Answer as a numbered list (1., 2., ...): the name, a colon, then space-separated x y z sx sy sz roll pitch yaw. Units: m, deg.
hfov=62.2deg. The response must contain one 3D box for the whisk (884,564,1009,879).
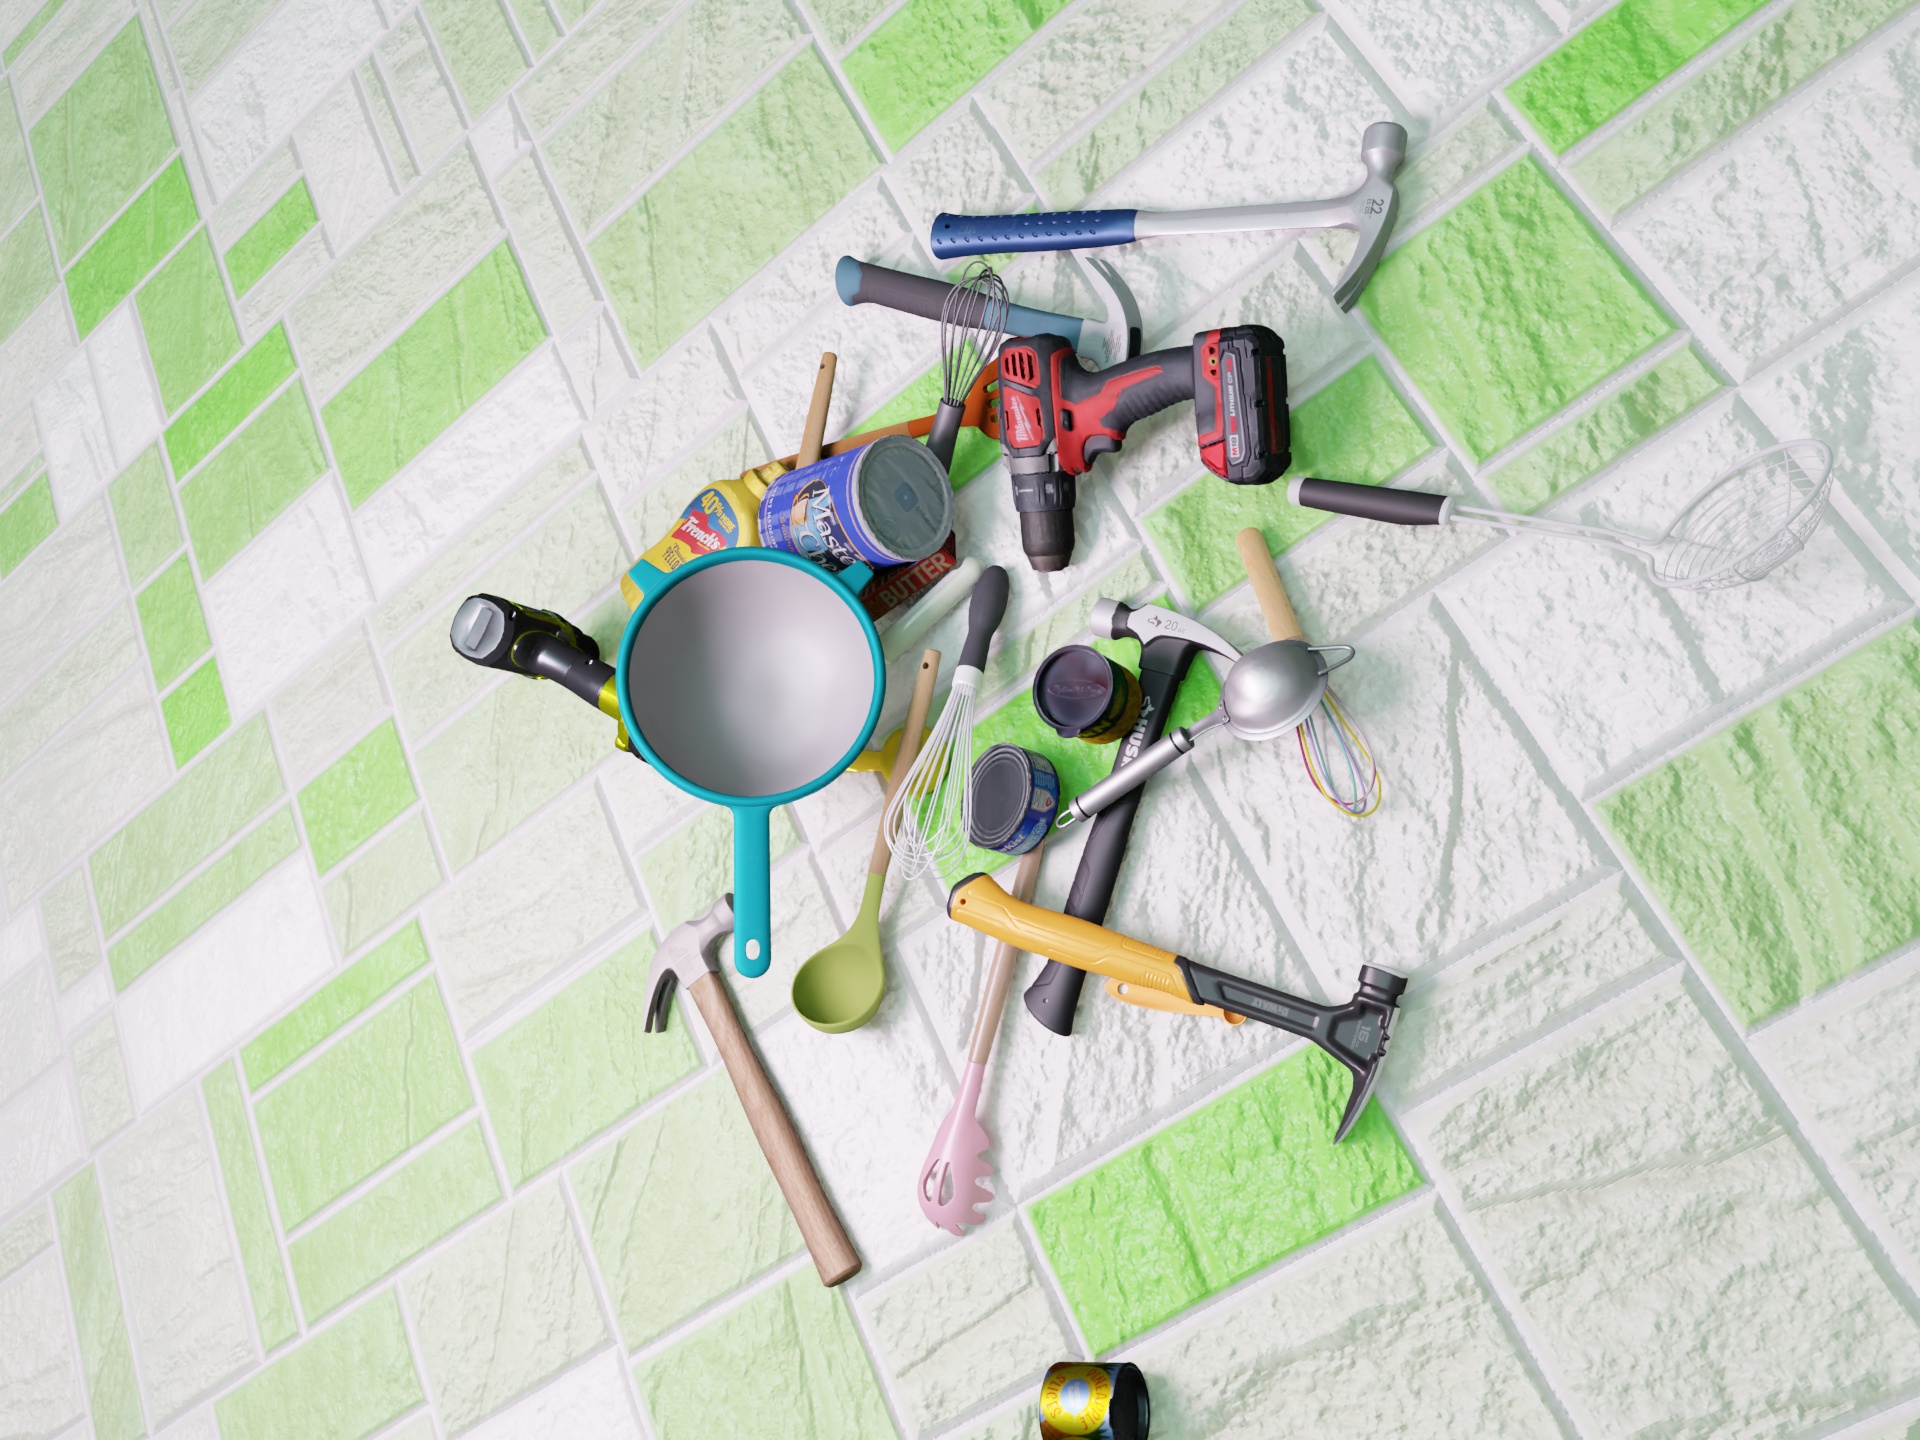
1. whisk: -0.003 -0.004 1.263 0.070 0.070 0.285 -1 60 29

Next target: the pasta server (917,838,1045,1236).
1. pasta server: 0.023 0.241 1.239 0.060 0.040 0.316 10 79 31

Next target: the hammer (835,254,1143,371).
1. hammer: 0.016 -0.349 1.363 0.331 0.033 0.128 24 110 34

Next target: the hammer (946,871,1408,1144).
1. hammer: 0.141 0.188 1.150 0.337 0.034 0.127 17 87 22

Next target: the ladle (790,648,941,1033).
1. ladle: -0.066 0.097 1.280 0.078 0.062 0.320 16 94 28

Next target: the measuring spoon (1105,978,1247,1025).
1. measuring spoon: 0.160 0.207 1.180 0.117 0.011 0.021 6 82 34

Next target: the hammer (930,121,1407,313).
1. hammer: 0.155 -0.403 1.309 0.406 0.035 0.144 7 81 30

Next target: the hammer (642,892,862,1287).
1. hammer: -0.171 0.314 1.325 0.130 0.031 0.332 -39 63 16

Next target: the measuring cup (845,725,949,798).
1. measuring cup: -0.083 0.032 1.343 0.156 0.029 0.062 0 79 30

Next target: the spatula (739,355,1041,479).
1. spatula: -0.067 -0.250 1.393 0.322 0.041 0.081 -11 96 29

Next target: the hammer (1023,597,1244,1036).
1. hammer: 0.122 0.077 1.215 0.146 0.035 0.335 16 87 32

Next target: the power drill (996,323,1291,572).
1. power drill: 0.136 -0.213 1.236 0.227 0.080 0.188 0 101 27

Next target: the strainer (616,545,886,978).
1. strainer: -0.166 0.035 1.276 0.211 0.095 0.340 0 80 -7

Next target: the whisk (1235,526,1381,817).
1. whisk: 0.253 -0.038 1.171 0.047 0.051 0.245 -17 65 3

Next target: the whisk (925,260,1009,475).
1. whisk: -0.009 -0.263 1.318 0.055 0.055 0.238 36 124 30

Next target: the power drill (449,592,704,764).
1. power drill: -0.316 -0.035 1.418 0.228 0.190 0.080 27 92 17

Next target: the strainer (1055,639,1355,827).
1. strainer: 0.167 0.010 1.159 0.258 0.050 0.087 -37 39 24

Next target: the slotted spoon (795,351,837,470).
1. slotted spoon: -0.148 -0.172 1.408 0.070 0.031 0.314 12 90 36

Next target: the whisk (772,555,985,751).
1. whisk: -0.073 -0.052 1.345 0.246 0.058 0.059 -43 98 7

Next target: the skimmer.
1. skimmer: 0.391 -0.158 1.088 0.363 0.090 0.127 15 54 33
